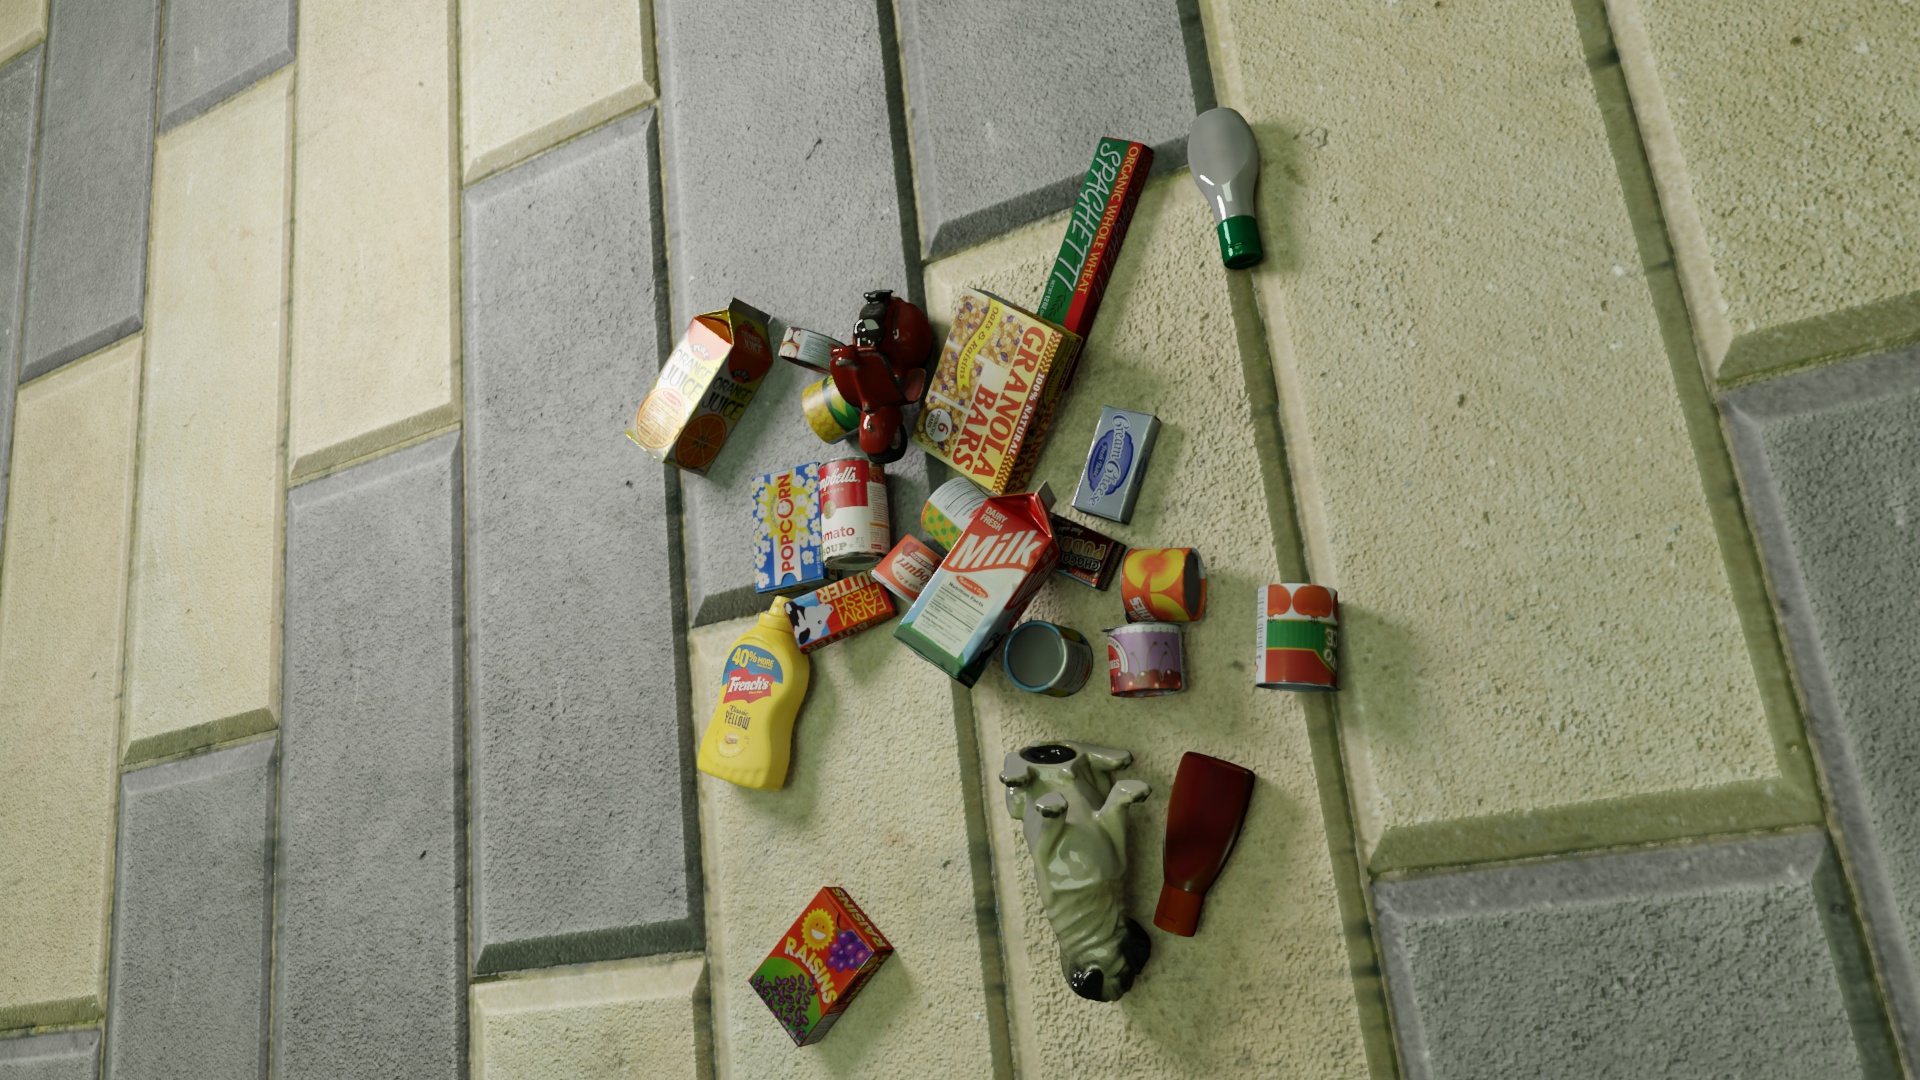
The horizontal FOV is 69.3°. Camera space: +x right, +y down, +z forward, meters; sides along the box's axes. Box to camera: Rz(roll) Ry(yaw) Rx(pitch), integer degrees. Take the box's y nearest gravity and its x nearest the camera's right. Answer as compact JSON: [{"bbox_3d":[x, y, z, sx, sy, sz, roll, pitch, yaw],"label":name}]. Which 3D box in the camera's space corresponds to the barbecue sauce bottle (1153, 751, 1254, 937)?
[{"bbox_3d":[0.200,0.257,1.175,0.065,0.043,0.148,14,86,31],"label":"barbecue sauce bottle"}]

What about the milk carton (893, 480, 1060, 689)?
[{"bbox_3d":[0.028,0.032,1.247,0.073,0.072,0.191,33,84,17],"label":"milk carton"}]

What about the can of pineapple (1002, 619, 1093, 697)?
[{"bbox_3d":[0.078,0.108,1.266,0.071,0.058,0.071,-7,76,28],"label":"can of pineapple"}]

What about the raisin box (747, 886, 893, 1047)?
[{"bbox_3d":[-0.134,0.405,1.325,0.086,0.040,0.123,43,100,30],"label":"raisin box"}]

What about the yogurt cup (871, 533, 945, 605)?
[{"bbox_3d":[-0.045,0.030,1.348,0.072,0.072,0.054,36,89,30],"label":"yogurt cup"}]

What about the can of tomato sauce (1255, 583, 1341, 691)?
[{"bbox_3d":[0.282,0.082,1.157,0.071,0.071,0.083,-2,77,28],"label":"can of tomato sauce"}]

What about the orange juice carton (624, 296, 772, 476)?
[{"bbox_3d":[-0.275,-0.173,1.514,0.073,0.072,0.192,36,97,30],"label":"orange juice carton"}]

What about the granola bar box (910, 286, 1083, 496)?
[{"bbox_3d":[0.033,-0.143,1.334,0.124,0.039,0.165,32,111,31],"label":"granola bar box"}]

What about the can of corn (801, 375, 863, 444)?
[{"bbox_3d":[-0.123,-0.141,1.425,0.058,0.071,0.071,-25,68,23],"label":"can of corn"}]

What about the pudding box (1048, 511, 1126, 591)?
[{"bbox_3d":[0.105,0.009,1.290,0.084,0.030,0.049,25,93,31],"label":"pudding box"}]

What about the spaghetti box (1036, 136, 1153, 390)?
[{"bbox_3d":[0.121,-0.270,1.345,0.050,0.028,0.250,19,88,31],"label":"spaghetti box"}]

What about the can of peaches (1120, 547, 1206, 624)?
[{"bbox_3d":[0.179,0.041,1.221,0.058,0.071,0.071,-3,78,27],"label":"can of peaches"}]

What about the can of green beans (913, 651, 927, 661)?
[{"bbox_3d":[-0.008,0.086,1.318,0.071,0.058,0.071,-6,76,27],"label":"can of green beans"}]

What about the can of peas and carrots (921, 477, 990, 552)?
[{"bbox_3d":[0.005,-0.017,1.331,0.059,0.071,0.071,41,100,29],"label":"can of peas and carrots"}]

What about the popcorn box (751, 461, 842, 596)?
[{"bbox_3d":[-0.170,-0.011,1.440,0.085,0.038,0.127,-12,73,25],"label":"popcorn box"}]

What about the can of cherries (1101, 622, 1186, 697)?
[{"bbox_3d":[0.160,0.105,1.216,0.071,0.071,0.058,-9,76,27],"label":"can of cherries"}]

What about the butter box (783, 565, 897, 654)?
[{"bbox_3d":[-0.119,0.069,1.381,0.103,0.024,0.053,-22,67,-2],"label":"butter box"}]

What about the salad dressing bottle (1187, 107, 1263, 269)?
[{"bbox_3d":[0.248,-0.324,1.281,0.064,0.044,0.148,-14,74,23],"label":"salad dressing bottle"}]

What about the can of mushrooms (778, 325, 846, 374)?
[{"bbox_3d":[-0.156,-0.199,1.459,0.071,0.071,0.033,16,89,30],"label":"can of mushrooms"}]

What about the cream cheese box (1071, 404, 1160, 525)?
[{"bbox_3d":[0.145,-0.071,1.290,0.053,0.024,0.104,17,87,30],"label":"cream cheese box"}]
